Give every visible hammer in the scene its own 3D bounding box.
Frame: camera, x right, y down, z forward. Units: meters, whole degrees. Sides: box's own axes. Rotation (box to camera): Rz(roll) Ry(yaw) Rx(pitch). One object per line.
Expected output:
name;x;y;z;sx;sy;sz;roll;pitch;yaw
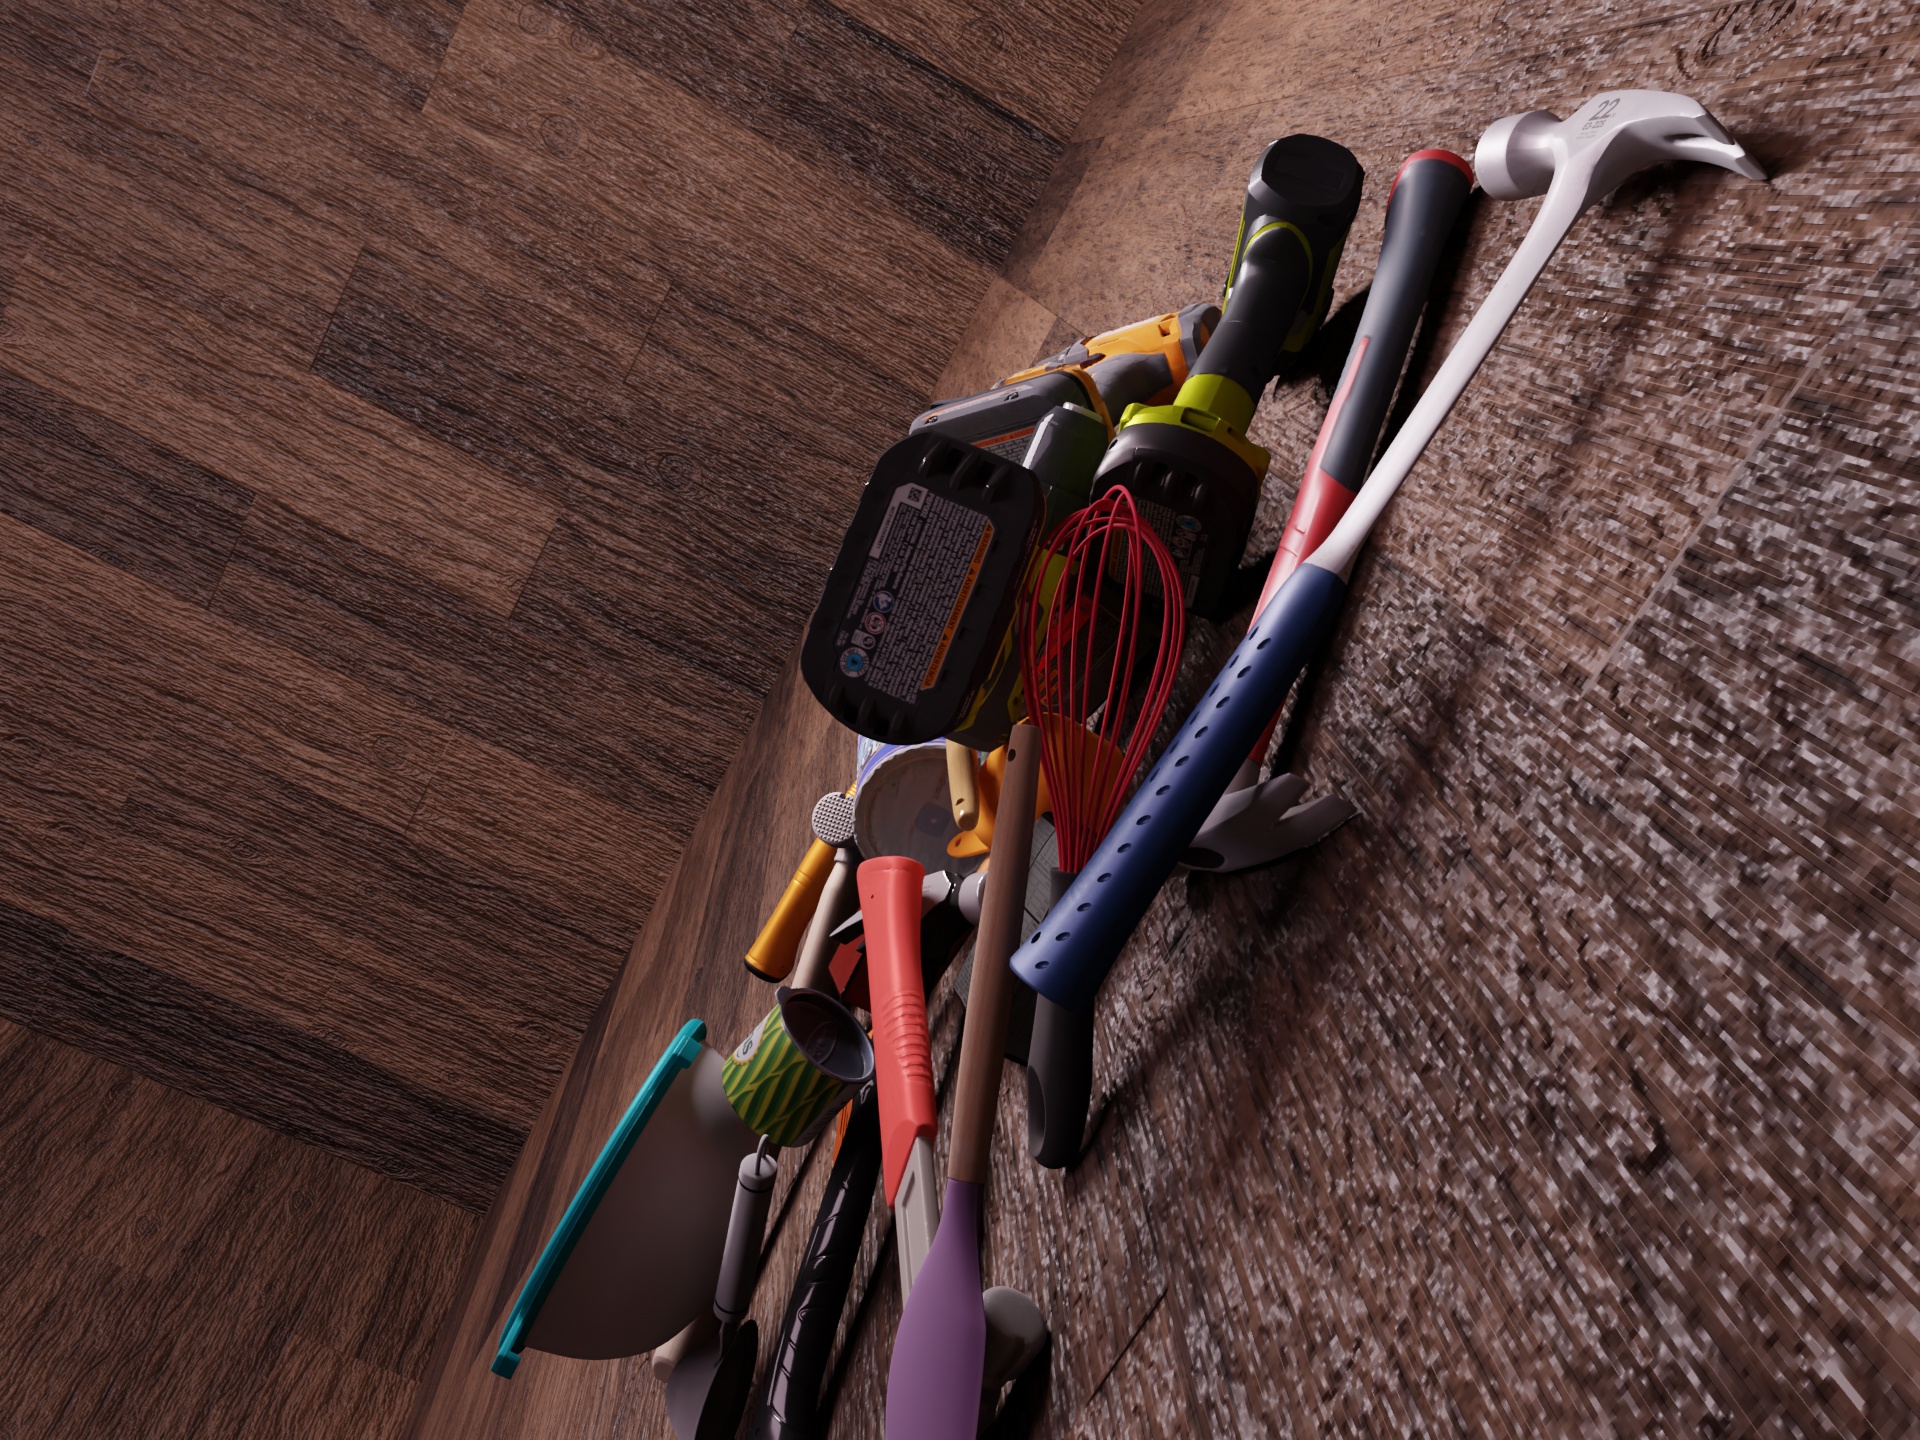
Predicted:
hammer;0.146;-0.064;0.602;0.405;0.035;0.144;-57;21;1
hammer;-0.059;0.243;0.885;0.146;0.035;0.335;-19;47;50
hammer;-0.123;0.259;1.119;0.146;0.038;0.411;43;-116;-67
hammer;-0.073;0.053;1.233;0.337;0.034;0.127;-59;-27;-1
hammer;-0.031;0.199;0.789;0.149;0.036;0.359;-56;23;26
hammer;0.176;-0.112;0.717;0.386;0.038;0.143;-67;13;-20

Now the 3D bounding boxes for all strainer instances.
strainer;-0.176;0.300;0.986;0.211;0.095;0.340;-61;-1;-12
strainer;-0.125;0.317;0.855;0.087;0.050;0.258;-55;-19;-60

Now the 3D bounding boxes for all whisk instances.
whisk;0.052;0.046;0.685;0.073;0.073;0.296;-172;87;-78

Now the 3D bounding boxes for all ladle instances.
ladle;-0.002;-0.003;0.968;0.069;0.031;0.316;-31;19;10

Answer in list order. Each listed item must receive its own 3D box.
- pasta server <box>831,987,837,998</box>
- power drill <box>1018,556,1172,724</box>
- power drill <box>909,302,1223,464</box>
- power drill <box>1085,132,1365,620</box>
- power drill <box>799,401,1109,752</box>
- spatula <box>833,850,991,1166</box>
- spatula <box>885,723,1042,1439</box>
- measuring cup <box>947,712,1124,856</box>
pasta server;-0.137;0.247;1.282;0.316;0.040;0.060;-57;5;22
power drill;0.069;-0.086;1.014;0.143;0.078;0.220;-48;13;25
power drill;0.056;-0.195;1.018;0.185;0.084;0.226;-8;22;37
power drill;0.145;-0.174;0.850;0.171;0.080;0.223;88;-154;-66
power drill;0.012;-0.075;0.788;0.190;0.080;0.228;-68;-11;8
spatula;-0.008;0.153;0.973;0.322;0.041;0.081;-57;13;6
spatula;0.004;0.157;0.634;0.060;0.018;0.316;-4;75;53
measuring cup;0.022;0.049;0.919;0.173;0.052;0.095;-23;40;54
